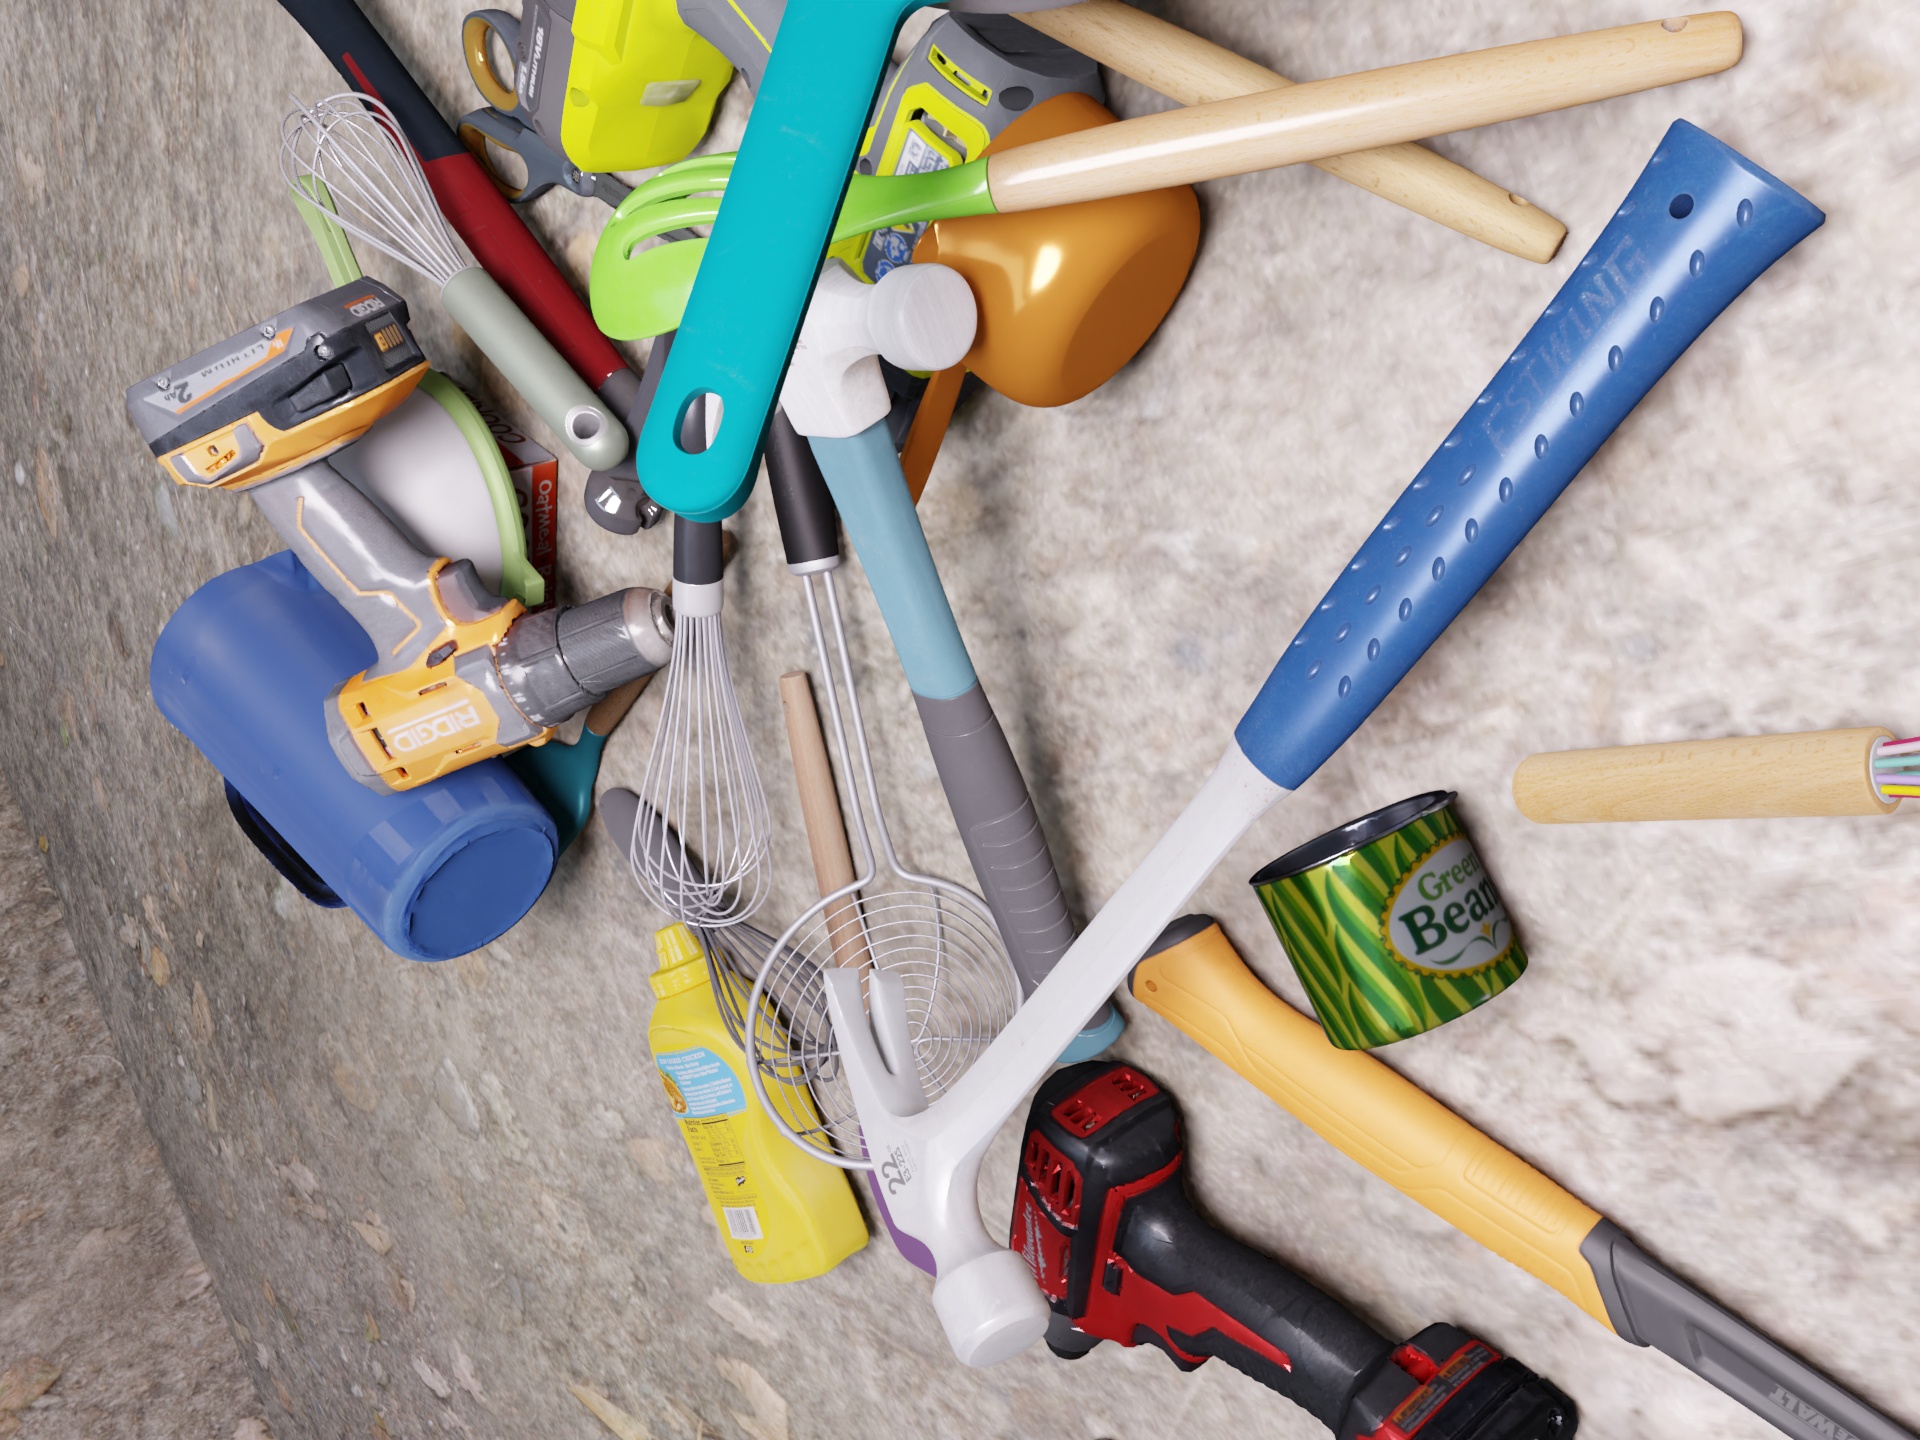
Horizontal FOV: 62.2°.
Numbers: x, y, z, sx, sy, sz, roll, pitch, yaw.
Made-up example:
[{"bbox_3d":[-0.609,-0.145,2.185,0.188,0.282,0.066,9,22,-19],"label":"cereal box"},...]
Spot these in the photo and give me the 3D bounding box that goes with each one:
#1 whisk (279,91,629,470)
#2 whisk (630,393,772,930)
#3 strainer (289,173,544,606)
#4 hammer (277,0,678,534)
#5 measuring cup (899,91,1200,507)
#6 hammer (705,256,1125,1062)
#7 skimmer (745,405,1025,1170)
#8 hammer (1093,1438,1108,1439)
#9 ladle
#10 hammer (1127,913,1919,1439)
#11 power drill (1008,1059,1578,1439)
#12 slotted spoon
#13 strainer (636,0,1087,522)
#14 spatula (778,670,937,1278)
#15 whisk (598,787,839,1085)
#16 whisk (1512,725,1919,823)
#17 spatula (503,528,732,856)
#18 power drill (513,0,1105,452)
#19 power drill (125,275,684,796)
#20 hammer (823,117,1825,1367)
[{"bbox_3d":[-0.229,-0.201,0.720,0.246,0.058,0.059,48,175,13],"label":"whisk"},{"bbox_3d":[-0.119,-0.028,0.716,0.070,0.070,0.284,26,123,39],"label":"whisk"},{"bbox_3d":[-0.312,-0.153,0.821,0.151,0.069,0.256,-12,101,50],"label":"strainer"},{"bbox_3d":[-0.242,-0.274,0.752,0.386,0.038,0.143,52,144,13],"label":"hammer"},{"bbox_3d":[0.019,-0.111,0.517,0.052,0.095,0.173,41,133,16],"label":"measuring cup"},{"bbox_3d":[-0.001,-0.002,0.564,0.128,0.033,0.330,15,135,46],"label":"hammer"},{"bbox_3d":[-0.057,-0.001,0.656,0.127,0.090,0.363,-8,100,17],"label":"skimmer"},{"bbox_3d":[0.192,0.406,0.607,0.411,0.038,0.146,16,120,45],"label":"hammer"},{"bbox_3d":[0.028,-0.205,0.460,0.315,0.069,0.031,32,134,16],"label":"ladle"},{"bbox_3d":[0.185,0.168,0.505,0.337,0.034,0.127,33,129,35],"label":"hammer"},{"bbox_3d":[0.104,0.241,0.601,0.220,0.078,0.143,33,130,39],"label":"power drill"},{"bbox_3d":[0.034,-0.149,0.422,0.314,0.070,0.031,-4,145,19],"label":"slotted spoon"},{"bbox_3d":[-0.003,-0.207,0.408,0.211,0.095,0.340,19,90,13],"label":"strainer"},{"bbox_3d":[-0.050,0.128,0.765,0.060,0.018,0.315,9,115,51],"label":"spatula"},{"bbox_3d":[-0.128,0.102,0.813,0.239,0.055,0.055,41,135,41],"label":"whisk"},{"bbox_3d":[0.239,0.008,0.369,0.245,0.051,0.047,-8,80,54],"label":"whisk"},{"bbox_3d":[-0.193,-0.006,0.844,0.082,0.044,0.317,60,139,14],"label":"spatula"},{"bbox_3d":[-0.064,-0.211,0.578,0.223,0.080,0.171,46,135,20],"label":"power drill"},{"bbox_3d":[-0.249,-0.086,0.740,0.185,0.084,0.226,-19,112,17],"label":"power drill"},{"bbox_3d":[0.079,0.015,0.465,0.405,0.035,0.144,-56,46,28],"label":"hammer"}]
